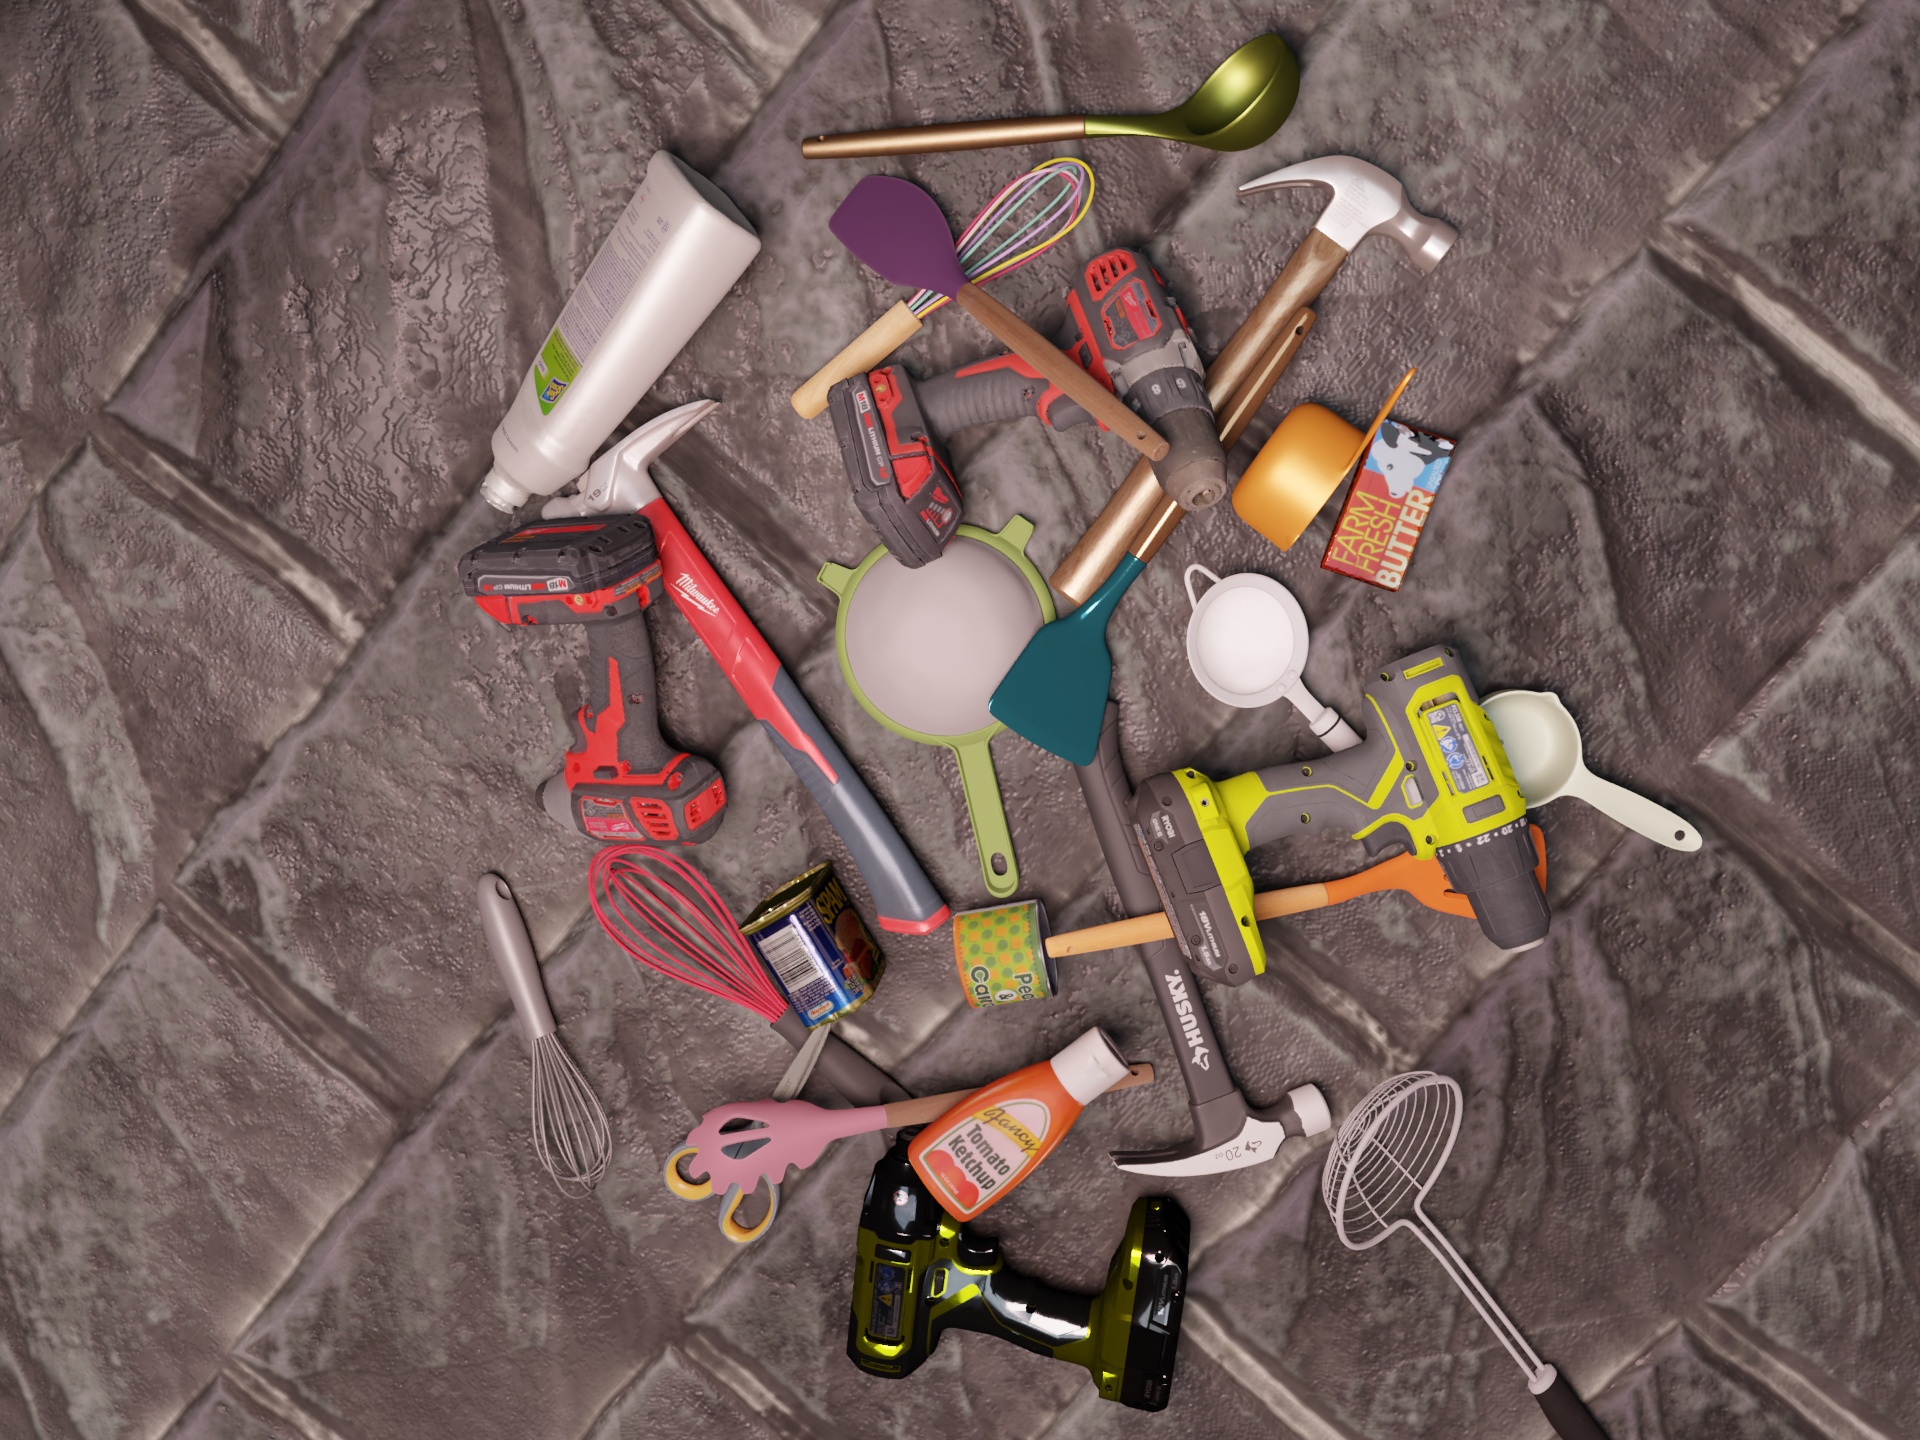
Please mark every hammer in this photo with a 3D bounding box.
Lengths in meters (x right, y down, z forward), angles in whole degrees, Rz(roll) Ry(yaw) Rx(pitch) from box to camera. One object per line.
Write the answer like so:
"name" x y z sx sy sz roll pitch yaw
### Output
"hammer" 0.165 -0.213 1.024 0.130 0.031 0.331 37 100 2
"hammer" -0.116 -0.027 1.070 0.143 0.038 0.386 -36 90 11
"hammer" 0.124 0.141 1.057 0.146 0.035 0.335 -20 91 -5

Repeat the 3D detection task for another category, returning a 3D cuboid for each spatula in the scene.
"spatula" 0.131 -0.121 1.004 0.082 0.044 0.317 30 103 -17
"spatula" 0.020 -0.251 0.973 0.060 0.018 0.316 -49 59 9
"spatula" 0.215 0.121 1.028 0.322 0.041 0.081 -11 118 -4

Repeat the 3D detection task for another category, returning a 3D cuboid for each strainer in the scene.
"strainer" -0.002 -0.003 1.048 0.151 0.069 0.256 -13 93 8
"strainer" 0.230 -0.004 1.035 0.258 0.050 0.087 45 79 -5

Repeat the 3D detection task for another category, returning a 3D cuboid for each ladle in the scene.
"ladle" 0.052 -0.385 1.008 0.320 0.062 0.078 -1 52 11

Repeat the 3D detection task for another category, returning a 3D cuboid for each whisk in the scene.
"whisk" -0.013 -0.278 1.034 0.245 0.051 0.047 -38 96 13
"whisk" -0.299 0.222 1.123 0.055 0.055 0.239 -19 89 9
"whisk" -0.137 0.188 1.094 0.296 0.073 0.073 42 100 -5

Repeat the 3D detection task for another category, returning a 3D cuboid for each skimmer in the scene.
"skimmer" 0.362 0.388 1.036 0.127 0.090 0.363 -39 93 -22

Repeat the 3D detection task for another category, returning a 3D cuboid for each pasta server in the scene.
"pasta server" -0.024 0.262 1.064 0.316 0.040 0.060 -7 65 -11

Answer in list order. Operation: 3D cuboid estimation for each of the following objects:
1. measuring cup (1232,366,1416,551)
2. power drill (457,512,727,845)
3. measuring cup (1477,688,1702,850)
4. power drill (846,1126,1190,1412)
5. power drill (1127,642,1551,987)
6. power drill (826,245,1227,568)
"measuring cup" 0.217 -0.172 0.958 0.052 0.173 0.095 36 65 6
"power drill" -0.244 -0.019 1.053 0.143 0.078 0.219 0 114 28
"measuring cup" 0.395 0.038 1.021 0.167 0.038 0.083 28 99 1
"power drill" 0.039 0.373 1.080 0.223 0.080 0.171 8 101 8
"power drill" 0.236 0.078 0.976 0.228 0.080 0.190 -21 84 -1
"power drill" 0.046 -0.177 0.982 0.226 0.080 0.188 -23 60 11
